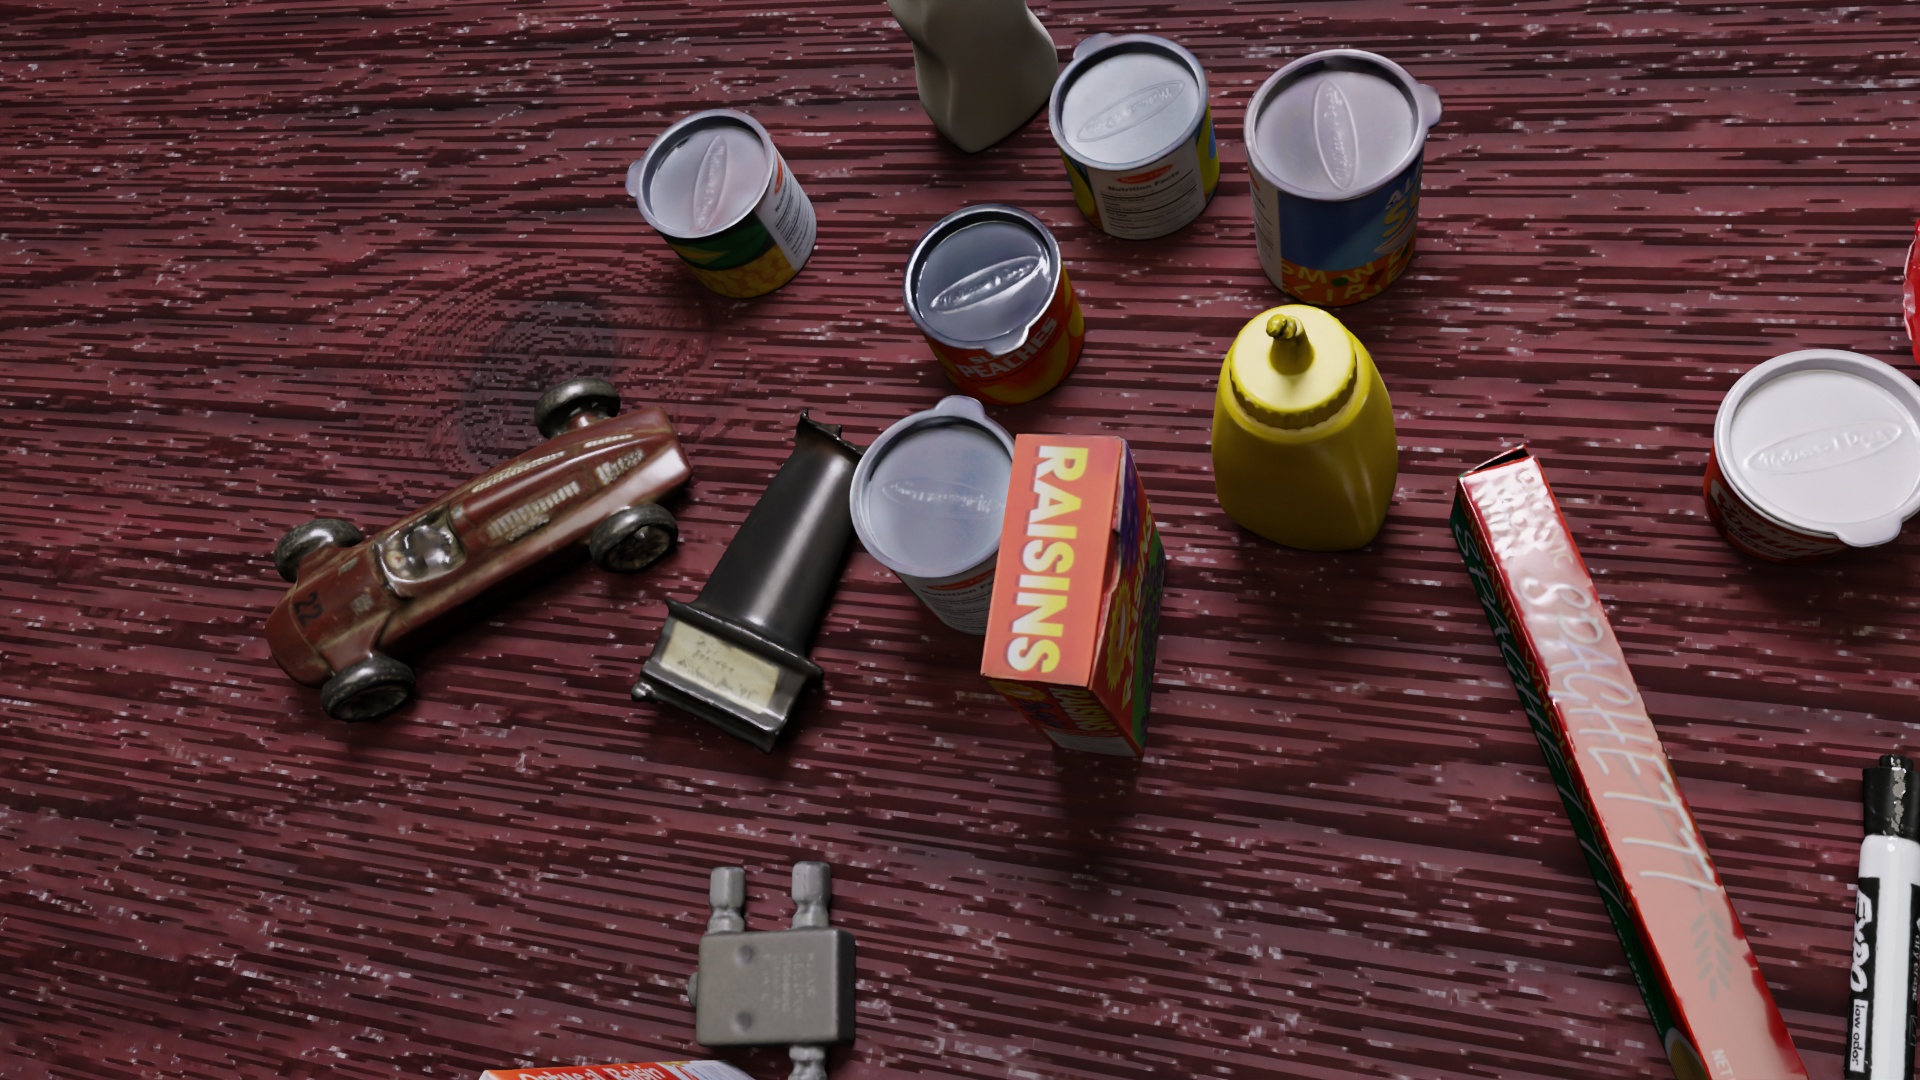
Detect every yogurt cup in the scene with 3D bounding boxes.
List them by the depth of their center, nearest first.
[{"bbox_3d":[0.294,-0.025,0.483,0.072,0.054,0.072,-5,69,14],"label":"yogurt cup"}]

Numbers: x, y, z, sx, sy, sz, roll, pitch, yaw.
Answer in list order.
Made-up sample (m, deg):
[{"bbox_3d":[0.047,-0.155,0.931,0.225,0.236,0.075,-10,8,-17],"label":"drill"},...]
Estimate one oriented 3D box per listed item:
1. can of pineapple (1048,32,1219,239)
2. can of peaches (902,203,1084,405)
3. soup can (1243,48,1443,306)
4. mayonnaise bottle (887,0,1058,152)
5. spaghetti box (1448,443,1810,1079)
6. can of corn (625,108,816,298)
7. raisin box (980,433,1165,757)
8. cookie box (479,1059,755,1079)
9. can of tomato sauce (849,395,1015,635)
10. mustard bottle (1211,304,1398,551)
[{"bbox_3d":[0.075,-0.173,0.594,0.071,0.057,0.071,-5,69,14],"label":"can of pineapple"},{"bbox_3d":[0.016,-0.095,0.582,0.071,0.058,0.071,-5,69,14],"label":"can of peaches"},{"bbox_3d":[0.151,-0.140,0.548,0.071,0.083,0.071,-5,70,14],"label":"soup can"},{"bbox_3d":[-0.001,-0.229,0.586,0.065,0.147,0.041,-40,66,-1],"label":"mayonnaise bottle"},{"bbox_3d":[0.221,0.088,0.463,0.028,0.050,0.251,-18,67,9],"label":"spaghetti box"},{"bbox_3d":[-0.108,-0.153,0.637,0.071,0.058,0.071,-5,69,14],"label":"can of corn"},{"bbox_3d":[0.045,0.024,0.495,0.040,0.123,0.086,4,72,17],"label":"raisin box"},{"bbox_3d":[-0.127,0.232,0.441,0.040,0.167,0.123,27,80,22],"label":"cookie box"},{"bbox_3d":[0.002,-0.007,0.540,0.071,0.083,0.071,-5,70,14],"label":"can of tomato sauce"},{"bbox_3d":[0.118,-0.041,0.478,0.065,0.160,0.049,12,75,19],"label":"mustard bottle"}]
